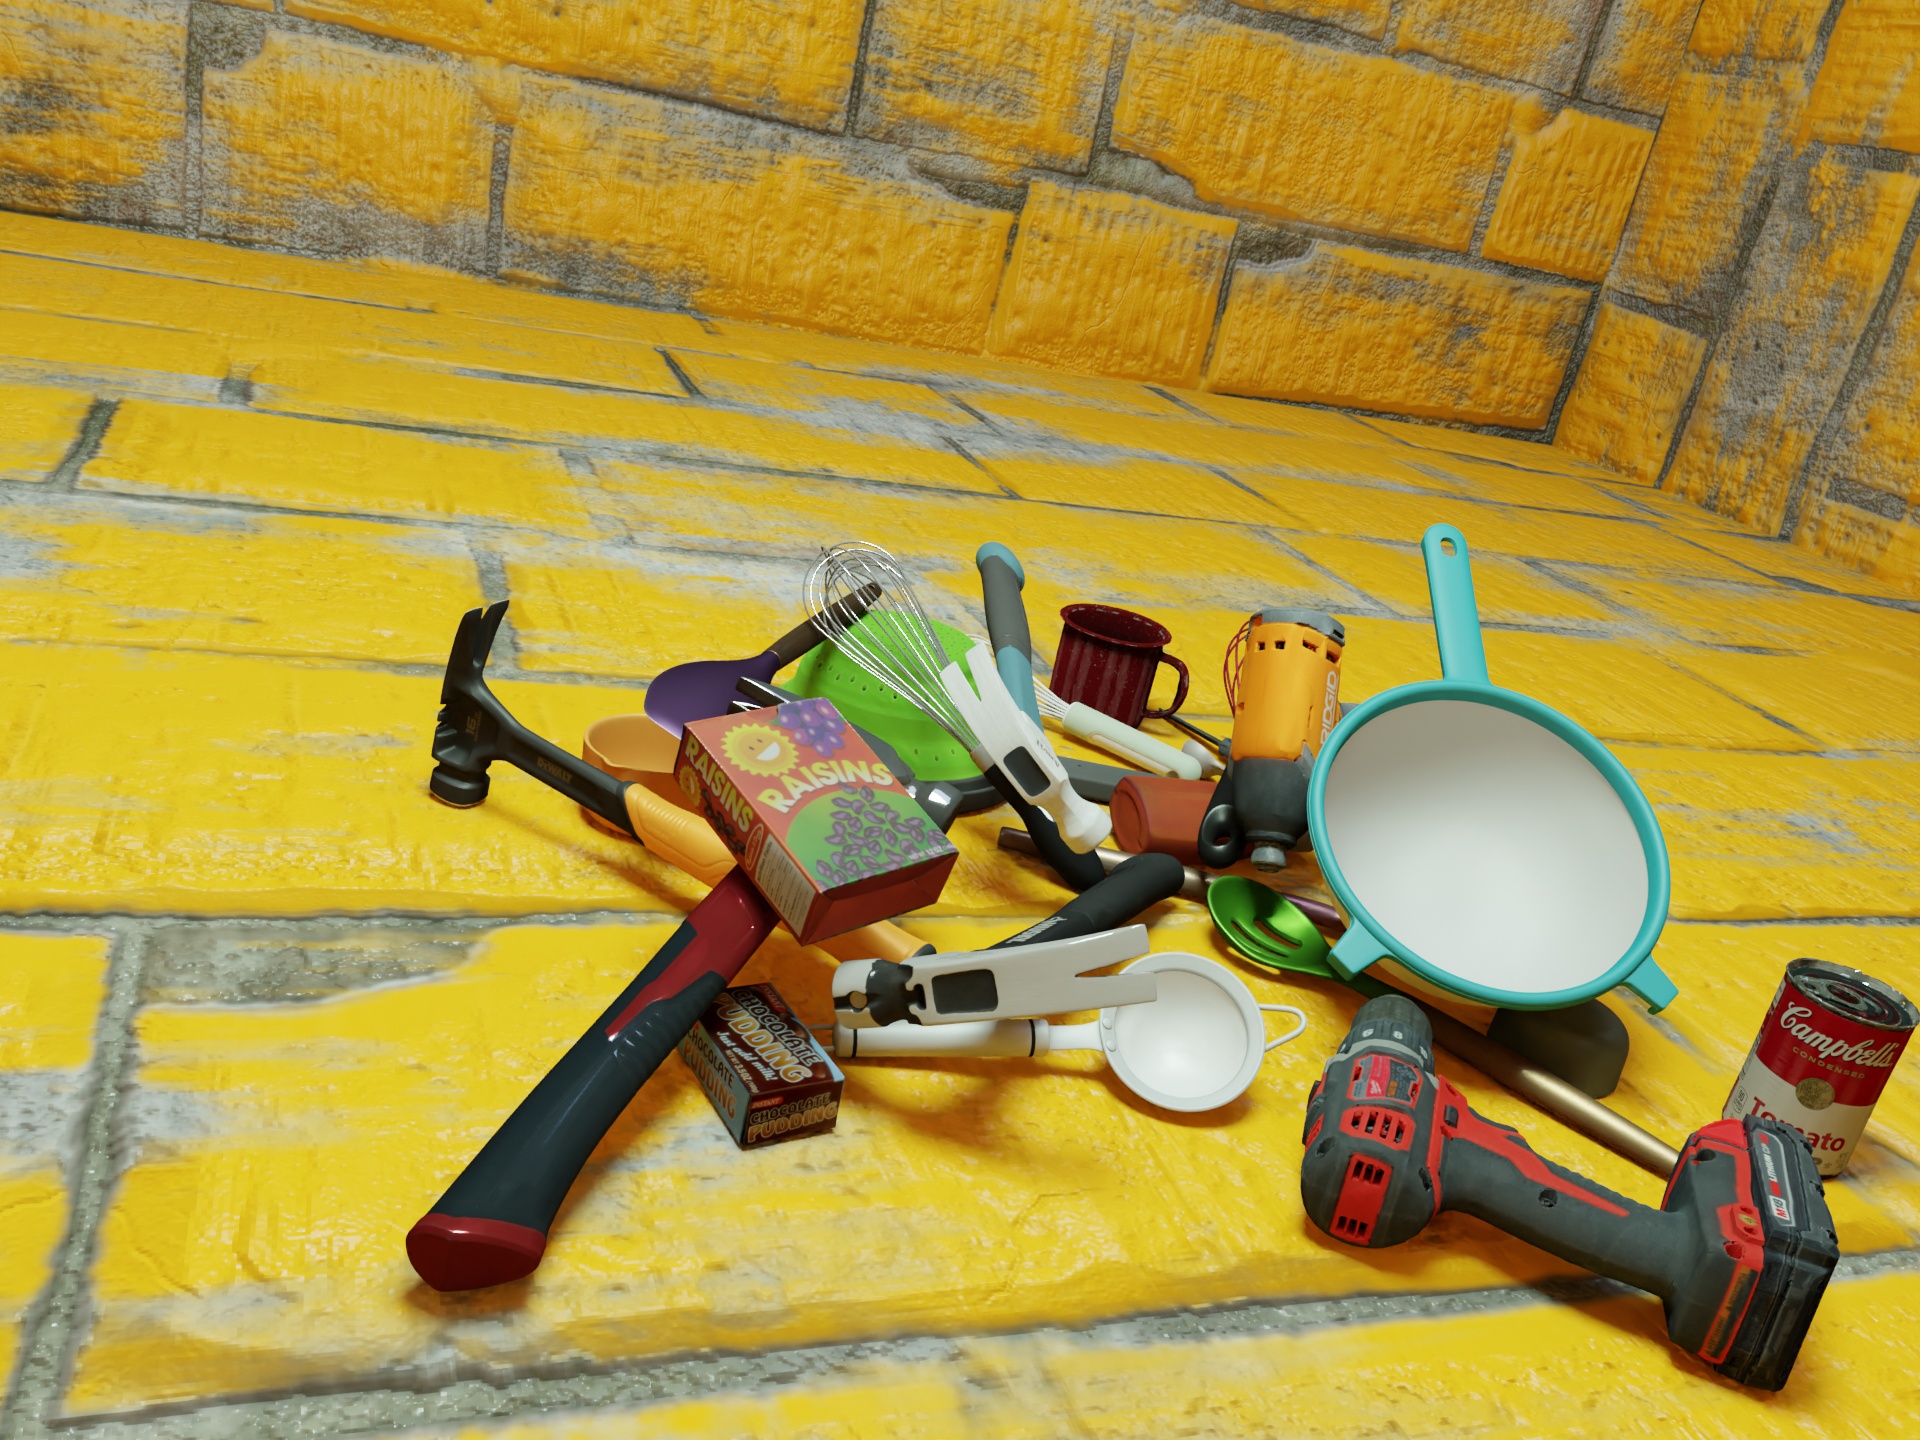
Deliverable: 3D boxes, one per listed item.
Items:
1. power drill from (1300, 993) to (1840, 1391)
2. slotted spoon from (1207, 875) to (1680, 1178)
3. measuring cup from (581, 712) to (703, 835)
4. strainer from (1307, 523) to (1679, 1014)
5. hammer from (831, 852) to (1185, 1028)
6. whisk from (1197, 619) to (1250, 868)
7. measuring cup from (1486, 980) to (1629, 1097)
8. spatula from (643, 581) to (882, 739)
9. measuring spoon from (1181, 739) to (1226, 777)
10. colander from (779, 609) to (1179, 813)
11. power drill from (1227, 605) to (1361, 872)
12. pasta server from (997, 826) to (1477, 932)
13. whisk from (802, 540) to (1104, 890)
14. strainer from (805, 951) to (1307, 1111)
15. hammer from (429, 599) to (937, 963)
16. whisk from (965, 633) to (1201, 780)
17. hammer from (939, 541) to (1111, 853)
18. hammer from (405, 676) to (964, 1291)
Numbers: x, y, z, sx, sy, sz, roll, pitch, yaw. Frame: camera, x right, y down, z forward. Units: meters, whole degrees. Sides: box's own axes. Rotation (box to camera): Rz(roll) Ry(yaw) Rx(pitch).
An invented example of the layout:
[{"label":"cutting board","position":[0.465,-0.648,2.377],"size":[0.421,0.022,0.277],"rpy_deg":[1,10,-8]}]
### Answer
[{"label":"power drill","position":[0.283,0.210,0.773],"size":[0.227,0.080,0.188],"rpy_deg":[15,21,15]},{"label":"slotted spoon","position":[0.273,0.177,0.913],"size":[0.314,0.031,0.070],"rpy_deg":[29,33,32]},{"label":"measuring cup","position":[-0.152,0.051,0.960],"size":[0.174,0.052,0.095],"rpy_deg":[22,23,18]},{"label":"strainer","position":[0.300,0.034,0.975],"size":[0.211,0.095,0.341],"rpy_deg":[7,55,-4]},{"label":"hammer","position":[0.068,0.109,0.858],"size":[0.146,0.035,0.334],"rpy_deg":[-9,0,22]},{"label":"whisk","position":[0.204,0.009,1.111],"size":[0.073,0.073,0.296],"rpy_deg":[16,38,10]},{"label":"measuring cup","position":[0.345,0.163,0.966],"size":[0.083,0.038,0.168],"rpy_deg":[9,24,-10]},{"label":"spatula","position":[-0.113,-0.046,1.013],"size":[0.060,0.018,0.316],"rpy_deg":[34,26,6]},{"label":"measuring spoon","position":[0.207,0.054,1.195],"size":[0.018,0.034,0.124],"rpy_deg":[-40,48,-11]},{"label":"colander","position":[0.033,-0.003,1.135],"size":[0.397,0.094,0.205],"rpy_deg":[11,21,-4]},{"label":"power drill","position":[0.252,0.037,1.048],"size":[0.084,0.164,0.226],"rpy_deg":[-2,-18,41]},{"label":"pasta server","position":[0.180,0.104,1.028],"size":[0.316,0.040,0.060],"rpy_deg":[13,1,5]},{"label":"whisk","position":[-0.002,-0.003,1.025],"size":[0.285,0.070,0.070],"rpy_deg":[51,30,6]},{"label":"strainer","position":[0.046,0.161,0.808],"size":[0.258,0.050,0.087],"rpy_deg":[2,56,-11]},{"label":"hammer","position":[-0.157,0.055,0.878],"size":[0.337,0.127,0.034],"rpy_deg":[27,26,20]},{"label":"whisk","position":[0.080,-0.006,1.248],"size":[0.246,0.057,0.059],"rpy_deg":[27,59,25]},{"label":"hammer","position":[0.035,-0.042,1.062],"size":[0.128,0.033,0.331],"rpy_deg":[48,16,-22]},{"label":"hammer","position":[-0.132,0.102,0.736],"size":[0.143,0.038,0.386],"rpy_deg":[29,35,7]}]
